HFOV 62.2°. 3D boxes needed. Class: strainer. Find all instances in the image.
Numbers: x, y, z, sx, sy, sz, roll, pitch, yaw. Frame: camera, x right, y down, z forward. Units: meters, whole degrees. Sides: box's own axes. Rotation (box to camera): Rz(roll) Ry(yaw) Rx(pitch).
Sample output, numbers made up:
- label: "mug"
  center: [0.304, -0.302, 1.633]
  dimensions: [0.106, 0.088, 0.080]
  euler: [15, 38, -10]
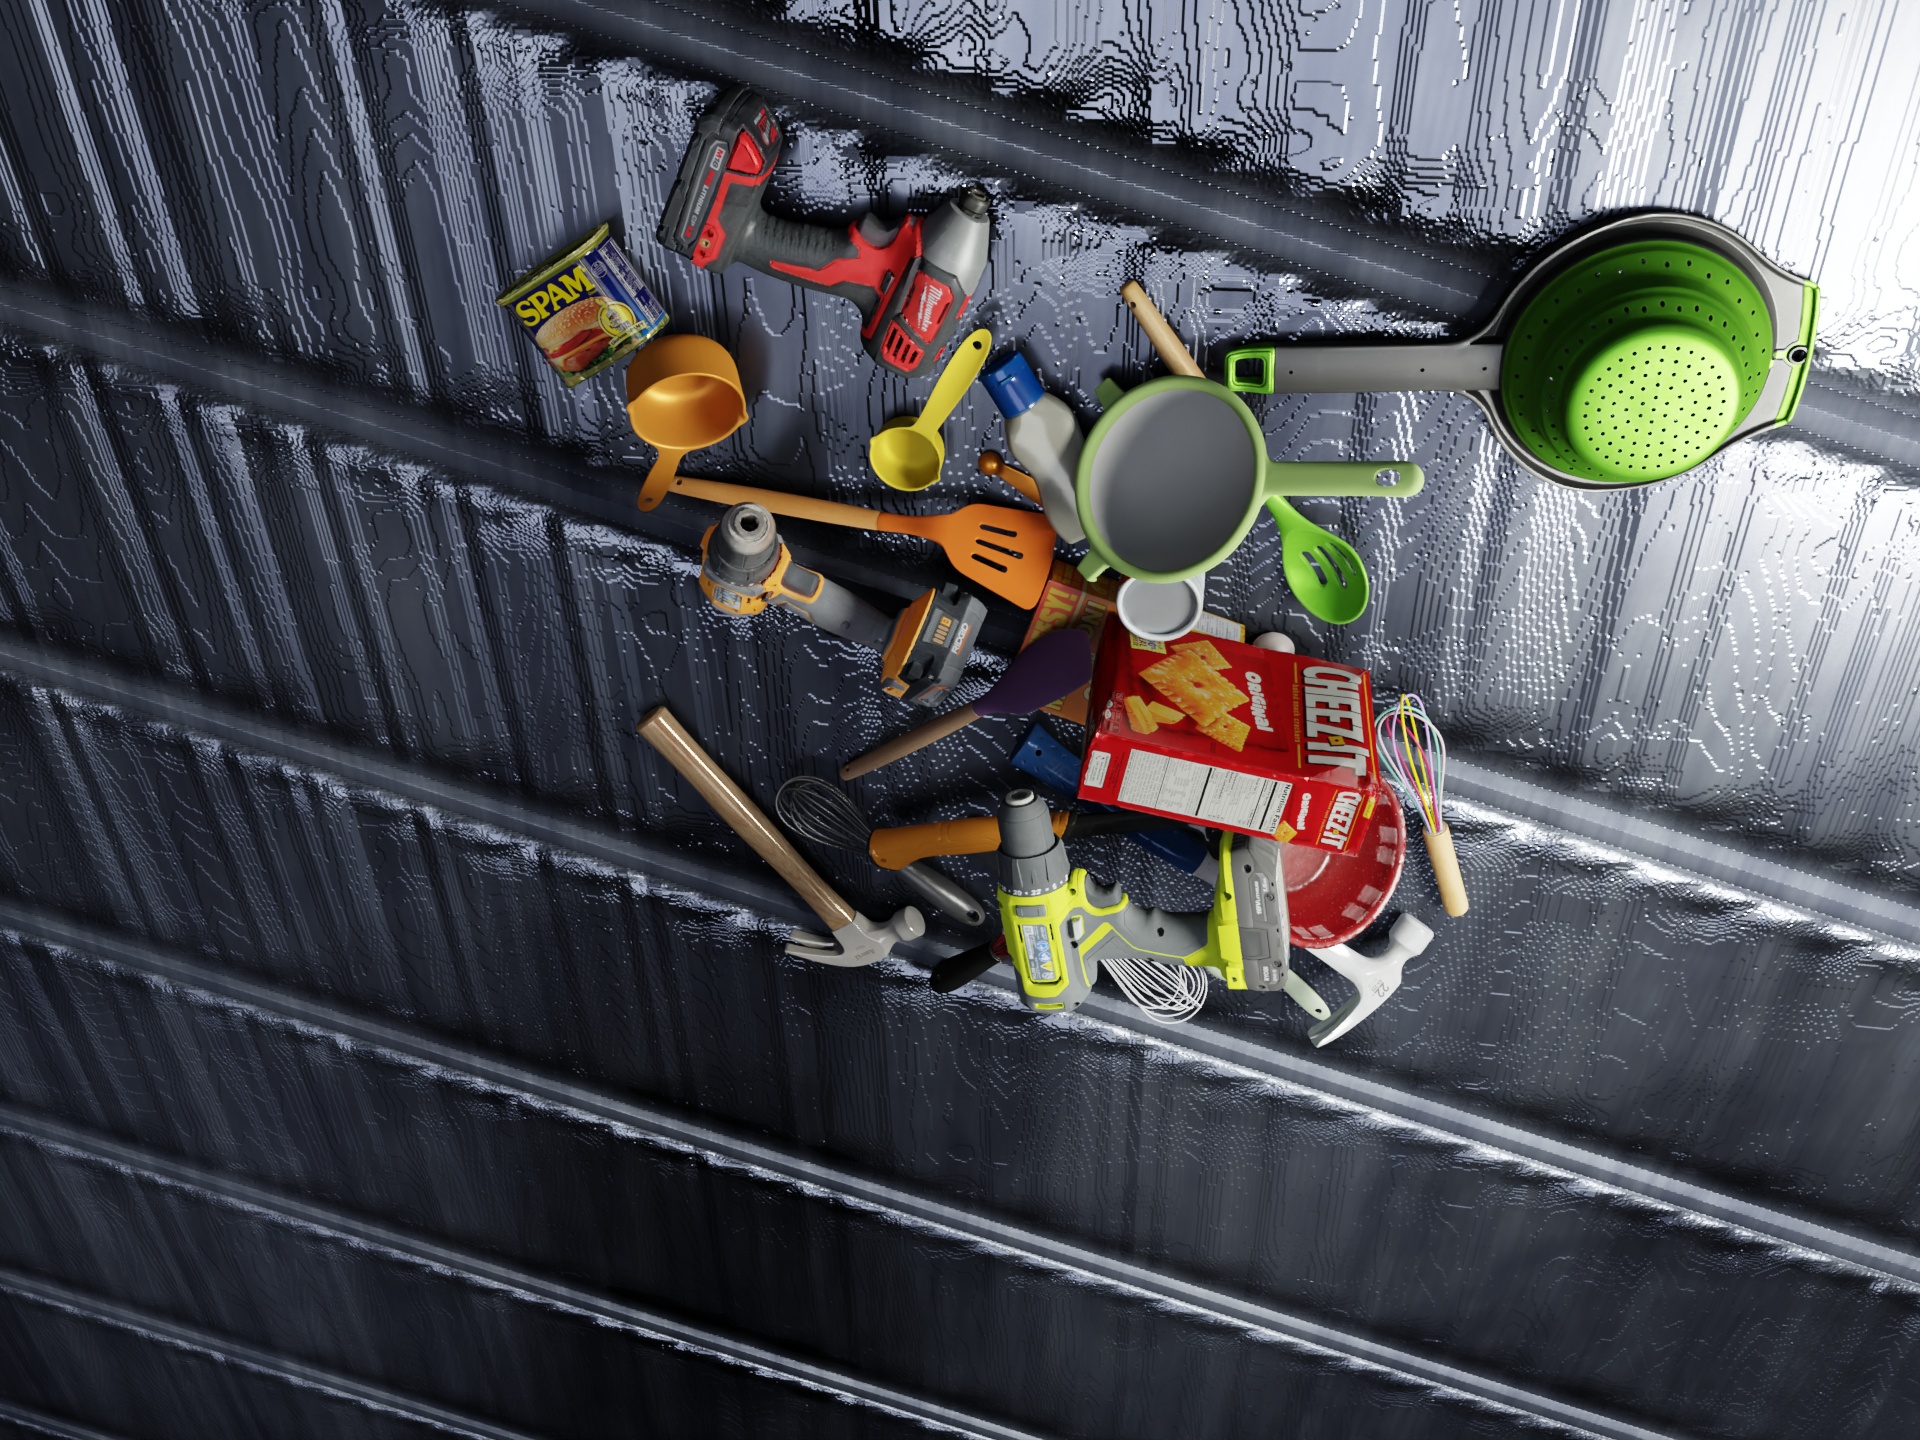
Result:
- label: "strainer"
  center: [0.209, -0.168, 1.140]
  dimensions: [0.256, 0.069, 0.151]
  euler: [5, 89, 31]

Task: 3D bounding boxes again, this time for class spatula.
- label: "spatula"
  center: [-0.002, -0.004, 1.337]
  dimensions: [0.018, 0.060, 0.316]
  euler: [15, 150, -38]
- label: "spatula"
  center: [-0.086, -0.160, 1.274]
  dimensions: [0.322, 0.081, 0.041]
  euler: [12, 166, 13]

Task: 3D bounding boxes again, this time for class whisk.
- label: "whisk"
  center: [0.046, 0.203, 1.454]
  dimensions: [0.073, 0.073, 0.295]
  euler: [35, 144, -13]
- label: "whisk"
  center: [0.114, 0.182, 1.468]
  dimensions: [0.284, 0.070, 0.070]
  euler: [38, 123, -9]
- label: "whisk"
  center: [0.393, 0.078, 1.338]
  dimensions: [0.051, 0.047, 0.244]
  euler: [-25, 123, 0]
- label: "whisk"
  center: [-0.071, 0.125, 1.470]
  dimensions: [0.238, 0.055, 0.055]
  euler: [36, 124, -19]

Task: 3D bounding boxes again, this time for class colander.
- label: "colander"
  center: [0.381, -0.232, 1.094]
  dimensions: [0.397, 0.095, 0.204]
  euler: [1, 125, 11]

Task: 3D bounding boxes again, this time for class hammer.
- label: "hammer"
  center: [0.065, 0.089, 1.350]
  dimensions: [0.337, 0.034, 0.127]
  euler: [-9, 138, 28]
- label: "hammer"
  center: [0.215, 0.135, 1.400]
  dimensions: [0.405, 0.035, 0.144]
  euler: [34, 97, -8]
- label: "hammer"
  center: [-0.184, 0.114, 1.495]
  dimensions: [0.130, 0.031, 0.331]
  euler: [-30, 114, 27]

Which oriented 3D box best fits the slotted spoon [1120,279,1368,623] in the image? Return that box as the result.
- label: "slotted spoon"
  center: [0.213, -0.200, 1.193]
  dimensions: [0.070, 0.031, 0.313]
  euler: [-16, 120, 49]

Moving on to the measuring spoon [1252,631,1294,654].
- label: "measuring spoon"
  center: [0.234, -0.023, 1.318]
  dimensions: [0.034, 0.018, 0.124]
  euler: [28, 126, -8]

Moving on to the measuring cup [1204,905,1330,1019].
- label: "measuring cup"
  center: [0.286, 0.236, 1.474]
  dimensions: [0.167, 0.038, 0.083]
  euler: [42, 122, -15]

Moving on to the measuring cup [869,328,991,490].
- label: "measuring cup"
  center: [-0.016, -0.240, 1.207]
  dimensions: [0.062, 0.029, 0.156]
  euler: [29, 129, -11]

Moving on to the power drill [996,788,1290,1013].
- label: "power drill"
  center: [0.140, 0.140, 1.269]
  dimensions: [0.228, 0.080, 0.190]
  euler: [-4, 114, 16]

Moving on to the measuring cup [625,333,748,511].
- label: "measuring cup"
  center: [-0.229, -0.233, 1.246]
  dimensions: [0.095, 0.052, 0.173]
  euler: [0, 151, -28]

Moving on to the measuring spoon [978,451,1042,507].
- label: "measuring spoon"
  center: [0.064, -0.176, 1.251]
  dimensions: [0.117, 0.011, 0.021]
  euler: [30, 125, -10]

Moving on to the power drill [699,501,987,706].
- label: "power drill"
  center: [-0.098, -0.098, 1.252]
  dimensions: [0.226, 0.084, 0.185]
  euler: [24, 167, -5]

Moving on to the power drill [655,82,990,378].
- label: "power drill"
  center: [-0.090, -0.349, 1.126]
  dimensions: [0.219, 0.079, 0.143]
  euler: [25, 127, -10]
